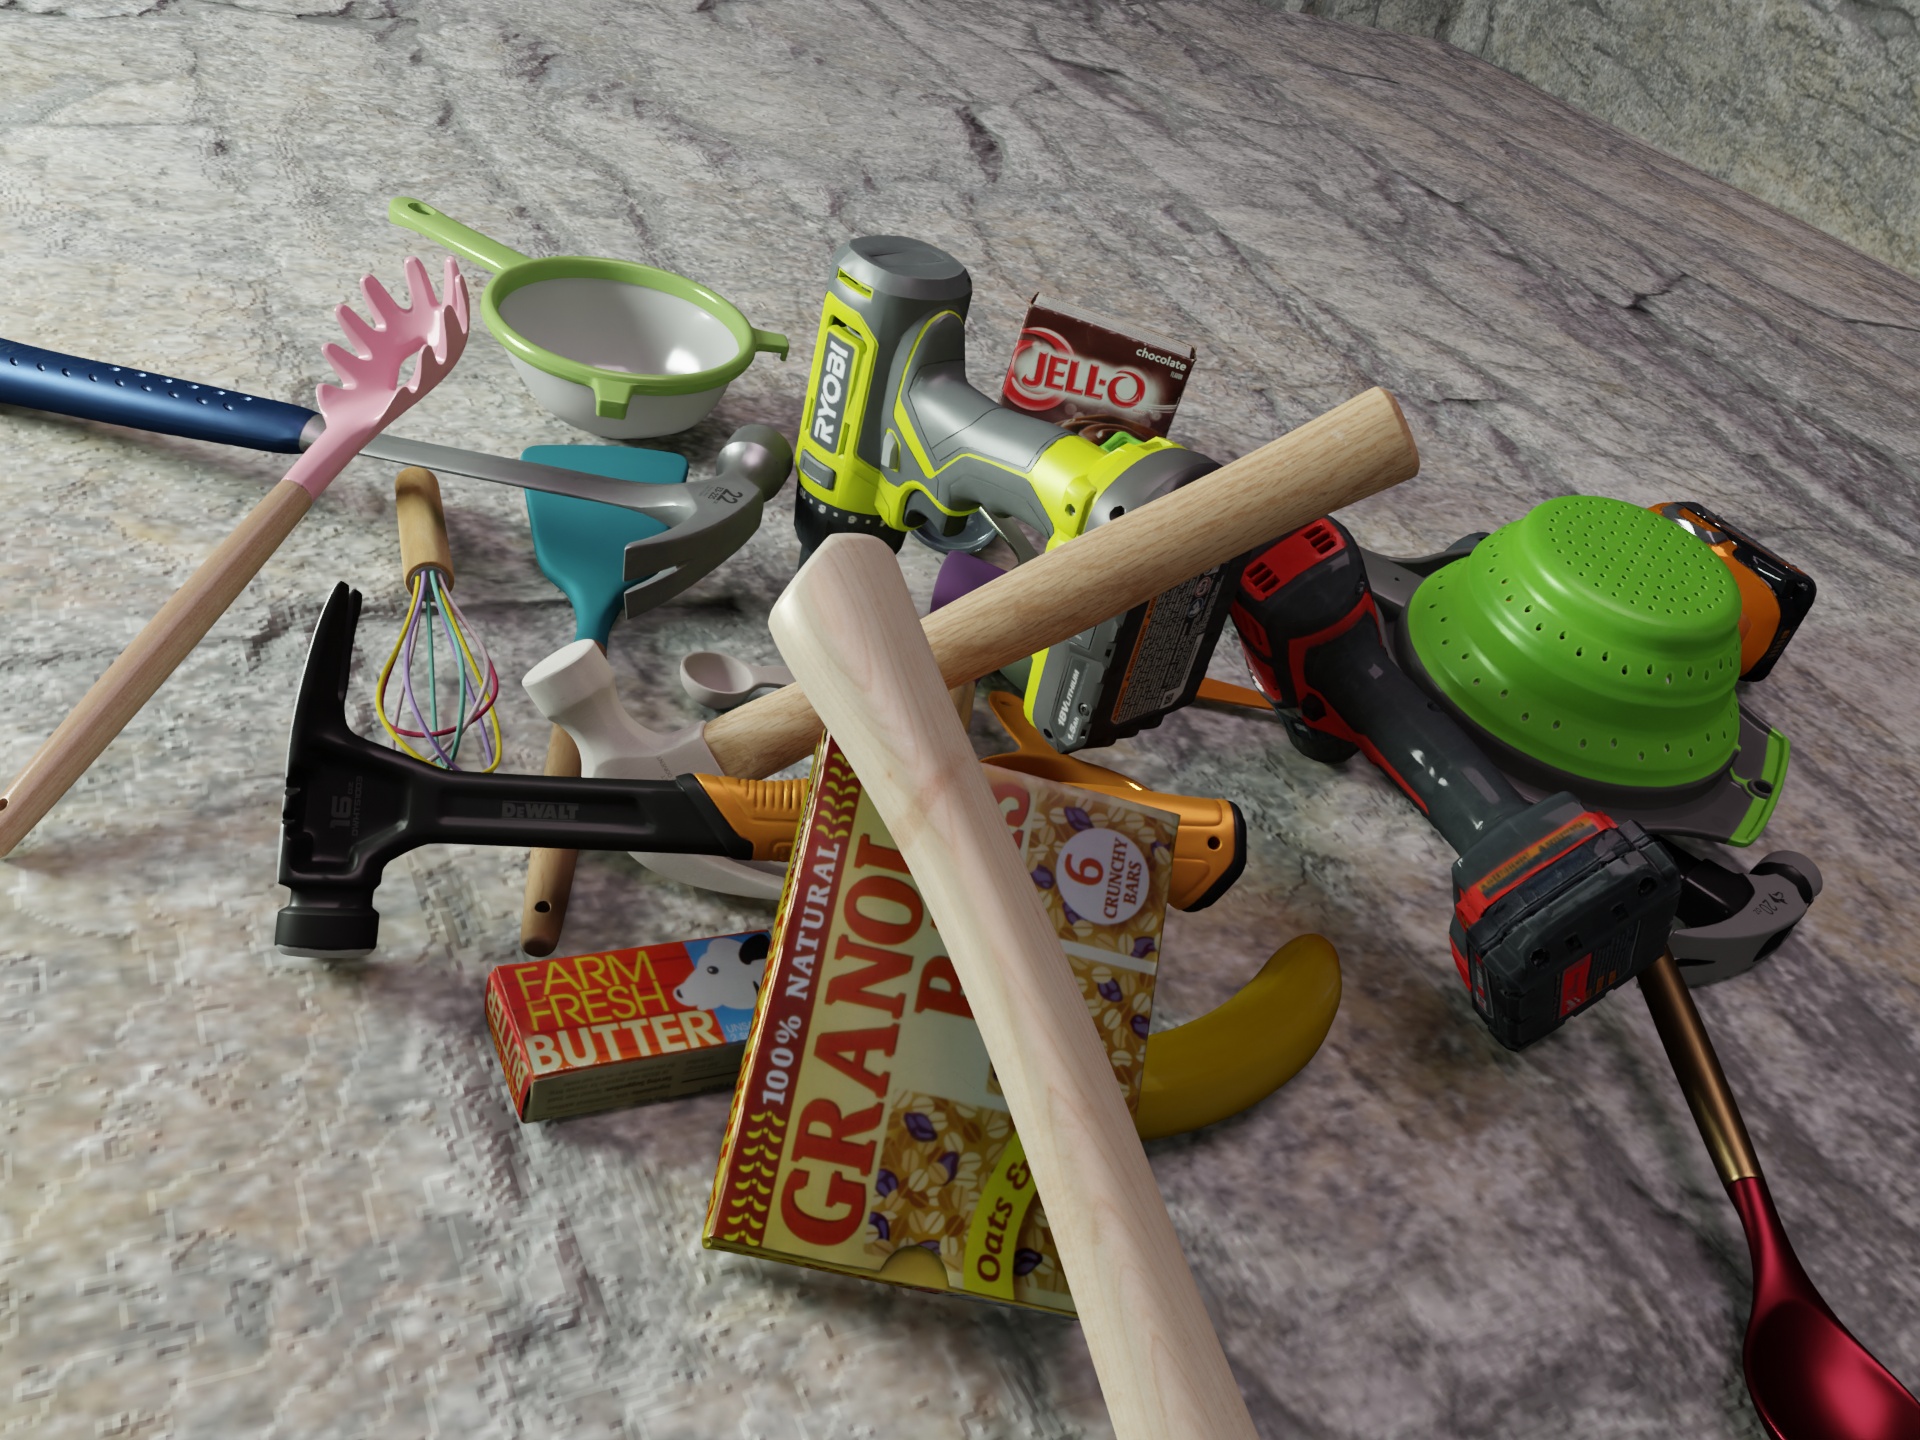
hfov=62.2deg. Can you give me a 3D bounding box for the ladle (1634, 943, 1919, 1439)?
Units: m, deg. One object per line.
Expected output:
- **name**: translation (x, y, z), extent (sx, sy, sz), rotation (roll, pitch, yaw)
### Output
- **ladle**: translation (0.297, 0.159, 0.622), extent (0.069, 0.031, 0.316), rotation (12, 40, -9)

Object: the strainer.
- **strainer**: translation (-0.237, -0.225, 0.916), extent (0.256, 0.069, 0.151), rotation (31, 38, 20)

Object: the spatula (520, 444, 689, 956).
- **spatula**: translation (-0.165, -0.023, 0.685), extent (0.082, 0.044, 0.318), rotation (2, 37, -9)

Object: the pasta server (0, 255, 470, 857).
- **pasta server**: translation (-0.283, -0.078, 0.629), extent (0.060, 0.040, 0.316), rotation (6, 50, 22)

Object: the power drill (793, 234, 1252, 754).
- **power drill**: translation (0.008, -0.086, 0.714), extent (0.080, 0.190, 0.229), rotation (-19, 46, -40)

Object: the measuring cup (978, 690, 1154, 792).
- **measuring cup**: translation (0.031, 0.039, 0.687), extent (0.095, 0.052, 0.174), rotation (6, 20, -14)

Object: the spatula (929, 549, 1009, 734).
- **spatula**: translation (-0.001, -0.002, 0.752), extent (0.059, 0.018, 0.316), rotation (23, 33, -6)

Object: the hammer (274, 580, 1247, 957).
- **hammer**: translation (-0.062, 0.027, 0.565), extent (0.337, 0.127, 0.034), rotation (4, -5, -9)

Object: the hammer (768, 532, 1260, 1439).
- **hammer**: translation (0.042, 0.121, 0.451), extent (0.146, 0.038, 0.411), rotation (-7, 63, -33)

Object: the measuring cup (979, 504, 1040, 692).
- **measuring cup**: translation (0.025, -0.072, 0.820), extent (0.083, 0.038, 0.168), rotation (5, 42, -43)

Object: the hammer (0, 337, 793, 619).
- **hammer**: translation (-0.291, -0.129, 0.733), extent (0.405, 0.035, 0.144), rotation (12, 34, 6)

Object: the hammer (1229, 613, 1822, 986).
- **hammer**: translation (0.272, 0.016, 0.834), extent (0.335, 0.035, 0.146), rotation (39, 38, 28)

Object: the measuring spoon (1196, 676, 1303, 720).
- **measuring spoon**: translation (0.129, -0.013, 0.836), extent (0.117, 0.011, 0.021), rotation (12, 34, -2)

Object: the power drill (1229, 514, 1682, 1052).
- **power drill**: translation (0.202, 0.028, 0.701), extent (0.080, 0.187, 0.227), rotation (-34, 59, 1)

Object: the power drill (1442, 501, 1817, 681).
- **power drill**: translation (0.413, -0.059, 0.969), extent (0.226, 0.084, 0.164), rotation (-12, 44, -30)

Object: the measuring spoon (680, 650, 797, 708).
- **measuring spoon**: translation (-0.073, -0.013, 0.742), extent (0.124, 0.018, 0.034), rotation (4, 34, -31)

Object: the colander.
- **colander**: translation (0.253, -0.086, 0.827), extent (0.397, 0.094, 0.204), rotation (30, 45, 17)

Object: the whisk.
- **whisk**: translation (-0.234, -0.052, 0.696), extent (0.047, 0.051, 0.245), rotation (-4, 36, -20)

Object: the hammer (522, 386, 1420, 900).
- **hammer**: translation (0.012, -0.032, 0.592), extent (0.331, 0.130, 0.031), rotation (-25, 20, 9)
